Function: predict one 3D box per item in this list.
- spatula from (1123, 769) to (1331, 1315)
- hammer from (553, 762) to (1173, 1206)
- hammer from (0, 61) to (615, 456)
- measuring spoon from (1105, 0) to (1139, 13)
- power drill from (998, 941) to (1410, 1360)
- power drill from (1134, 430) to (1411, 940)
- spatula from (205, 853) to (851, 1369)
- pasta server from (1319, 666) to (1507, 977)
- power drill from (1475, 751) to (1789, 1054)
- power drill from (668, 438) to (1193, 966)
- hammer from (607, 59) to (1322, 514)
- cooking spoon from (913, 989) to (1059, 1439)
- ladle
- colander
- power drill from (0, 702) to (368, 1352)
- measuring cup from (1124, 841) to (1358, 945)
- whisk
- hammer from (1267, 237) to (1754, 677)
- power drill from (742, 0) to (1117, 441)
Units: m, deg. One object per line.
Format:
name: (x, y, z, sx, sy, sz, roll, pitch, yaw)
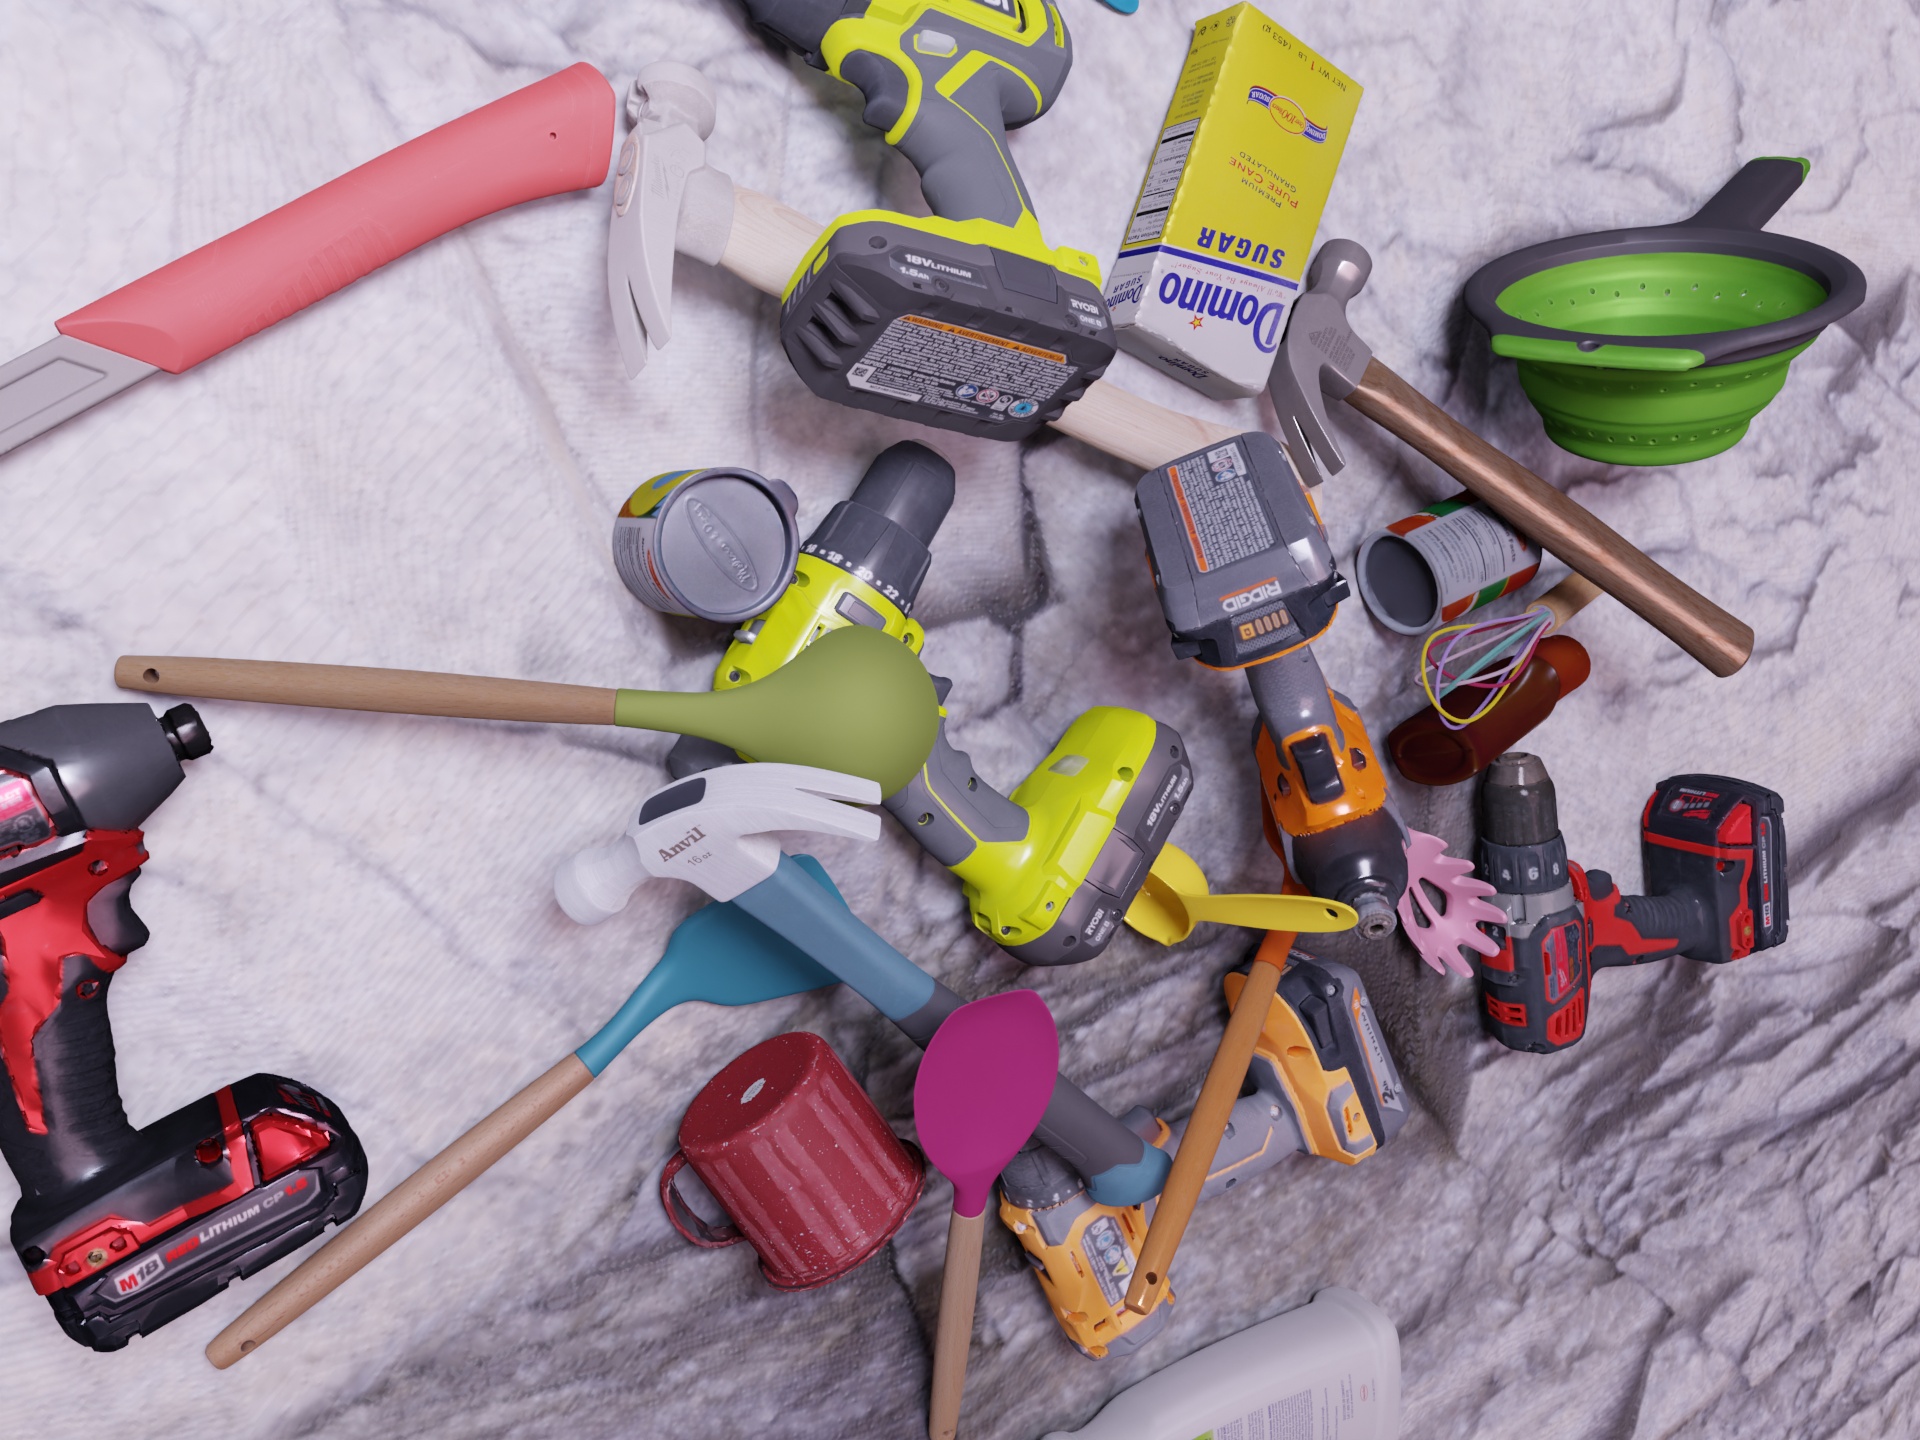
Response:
spatula: (0.145, 0.150, 0.809, 0.081, 0.041, 0.323, 28, 59, 2)
hammer: (-0.015, 0.131, 0.706, 0.128, 0.033, 0.330, -33, 123, 23)
hammer: (-0.288, -0.165, 0.596, 0.359, 0.037, 0.149, -38, 113, -21)
measuring spoon: (0.040, -0.384, 0.774, 0.128, 0.021, 0.042, 24, 83, -39)
power drill: (0.117, 0.206, 0.853, 0.226, 0.084, 0.185, -31, 108, -19)
power drill: (0.163, -0.008, 0.774, 0.084, 0.164, 0.226, -20, 126, 12)
spatula: (-0.182, 0.171, 0.693, 0.317, 0.044, 0.082, -38, 129, -19)
pasta server: (0.229, 0.021, 0.917, 0.060, 0.040, 0.316, -37, 112, -10)
power drill: (0.420, 0.094, 1.017, 0.226, 0.080, 0.188, -14, 103, -25)
power drill: (-0.001, -0.002, 0.759, 0.228, 0.080, 0.190, 35, 79, -26)
hammer: (0.026, -0.158, 0.752, 0.410, 0.038, 0.146, 18, 57, -34)
cooking spoon: (0.001, 0.244, 0.747, 0.068, 0.017, 0.318, -11, 127, -22)
ladle: (-0.166, -0.009, 0.644, 0.320, 0.062, 0.078, 4, 99, -9)
colander: (0.439, -0.246, 0.954, 0.397, 0.205, 0.094, -39, 132, -40)
power drill: (-0.315, 0.103, 0.591, 0.143, 0.078, 0.219, -28, 106, -25)
measuring cup: (0.138, 0.087, 0.805, 0.029, 0.156, 0.062, -46, 119, -34)
whisk: (0.333, -0.058, 0.937, 0.245, 0.047, 0.051, -28, 152, -43)
hammer: (0.307, -0.123, 0.879, 0.331, 0.031, 0.130, 33, 66, -10)
power drill: (-0.022, -0.240, 0.675, 0.171, 0.080, 0.223, 7, 62, -32)
